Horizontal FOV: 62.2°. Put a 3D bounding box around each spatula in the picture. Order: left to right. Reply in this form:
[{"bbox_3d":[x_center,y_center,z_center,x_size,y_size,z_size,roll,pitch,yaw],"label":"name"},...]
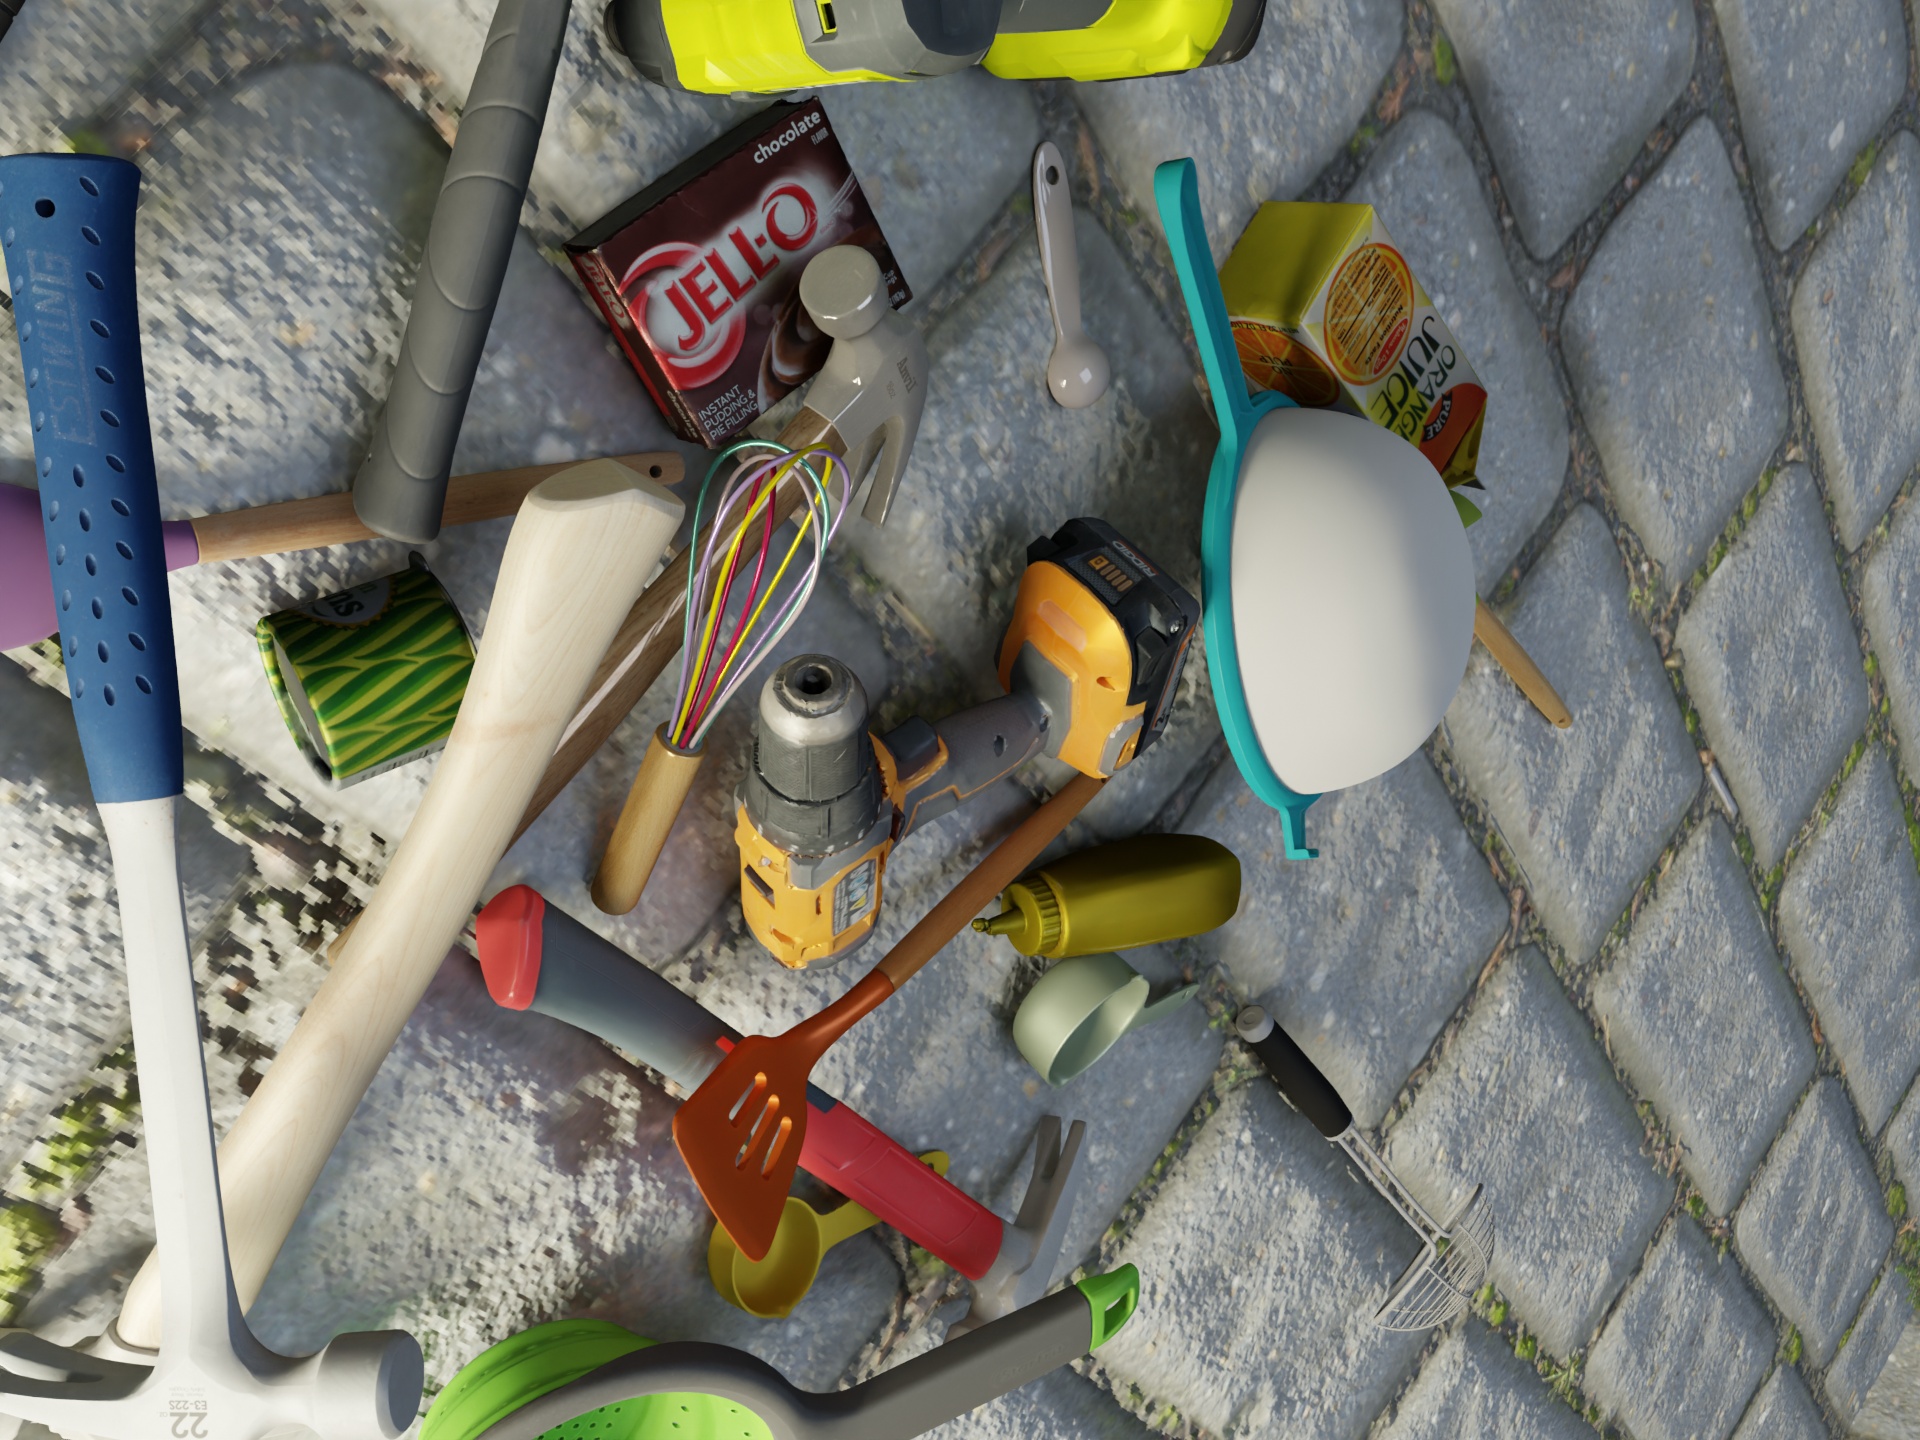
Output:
[{"bbox_3d":[-0.239,-0.069,0.552,0.316,0.018,0.059,-15,108,-34],"label":"spatula"},{"bbox_3d":[-0.015,0.109,0.749,0.323,0.041,0.081,-41,117,-35],"label":"spatula"}]

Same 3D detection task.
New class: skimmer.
[{"bbox_3d":[0.267,0.300,1.090,0.127,0.090,0.363,-47,119,-12],"label":"skimmer"}]

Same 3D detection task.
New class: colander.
[{"bbox_3d":[-0.101,0.314,0.727,0.397,0.095,0.204,-15,120,-26],"label":"colander"}]

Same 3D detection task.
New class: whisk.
[{"bbox_3d":[-0.102,-0.008,0.605,0.051,0.047,0.244,20,127,-13],"label":"whisk"}]

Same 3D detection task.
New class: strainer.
[{"bbox_3d":[0.177,-0.108,0.744,0.211,0.095,0.340,-62,140,-40],"label":"strainer"}]

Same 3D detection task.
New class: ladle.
[{"bbox_3d":[0.334,-0.054,1.001,0.078,0.062,0.319,-33,139,21],"label":"ladle"}]

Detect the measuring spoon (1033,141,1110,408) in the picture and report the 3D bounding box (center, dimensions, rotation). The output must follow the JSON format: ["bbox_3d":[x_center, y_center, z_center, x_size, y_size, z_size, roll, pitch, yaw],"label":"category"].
[{"bbox_3d":[0.052,-0.205,0.740,0.034,0.018,0.124,-27,120,-29],"label":"measuring spoon"}]

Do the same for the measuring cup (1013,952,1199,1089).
[{"bbox_3d":[0.086,0.154,0.888,0.167,0.038,0.083,-2,128,-57],"label":"measuring cup"}]

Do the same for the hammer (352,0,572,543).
[{"bbox_3d":[-0.126,-0.253,0.510,0.036,0.149,0.409,12,103,-35],"label":"hammer"}]

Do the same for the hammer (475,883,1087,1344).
[{"bbox_3d":[-0.068,0.177,0.755,0.385,0.038,0.143,46,55,-35],"label":"hammer"}]

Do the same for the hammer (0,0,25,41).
[{"bbox_3d":[-0.238,-0.300,0.459,0.128,0.033,0.331,30,86,-42],"label":"hammer"}]

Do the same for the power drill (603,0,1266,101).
[{"bbox_3d":[-0.007,-0.269,0.582,0.223,0.171,0.080,-26,120,-40],"label":"power drill"}]

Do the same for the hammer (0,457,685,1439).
[{"bbox_3d":[-0.202,0.096,0.570,0.146,0.038,0.410,21,105,-43],"label":"hammer"}]

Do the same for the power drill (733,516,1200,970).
[{"bbox_3d":[-0.001,-0.002,0.691,0.226,0.084,0.185,-34,154,-25],"label":"power drill"}]

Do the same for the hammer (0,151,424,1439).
[{"bbox_3d":[-0.262,0.035,0.498,0.144,0.035,0.405,-3,97,2],"label":"hammer"}]

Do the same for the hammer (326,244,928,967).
[{"bbox_3d":[-0.126,-0.028,0.625,0.331,0.031,0.130,-50,161,-5],"label":"hammer"}]

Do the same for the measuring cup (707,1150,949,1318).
[{"bbox_3d":[-0.065,0.249,0.807,0.156,0.029,0.062,-13,100,-49],"label":"measuring cup"}]
